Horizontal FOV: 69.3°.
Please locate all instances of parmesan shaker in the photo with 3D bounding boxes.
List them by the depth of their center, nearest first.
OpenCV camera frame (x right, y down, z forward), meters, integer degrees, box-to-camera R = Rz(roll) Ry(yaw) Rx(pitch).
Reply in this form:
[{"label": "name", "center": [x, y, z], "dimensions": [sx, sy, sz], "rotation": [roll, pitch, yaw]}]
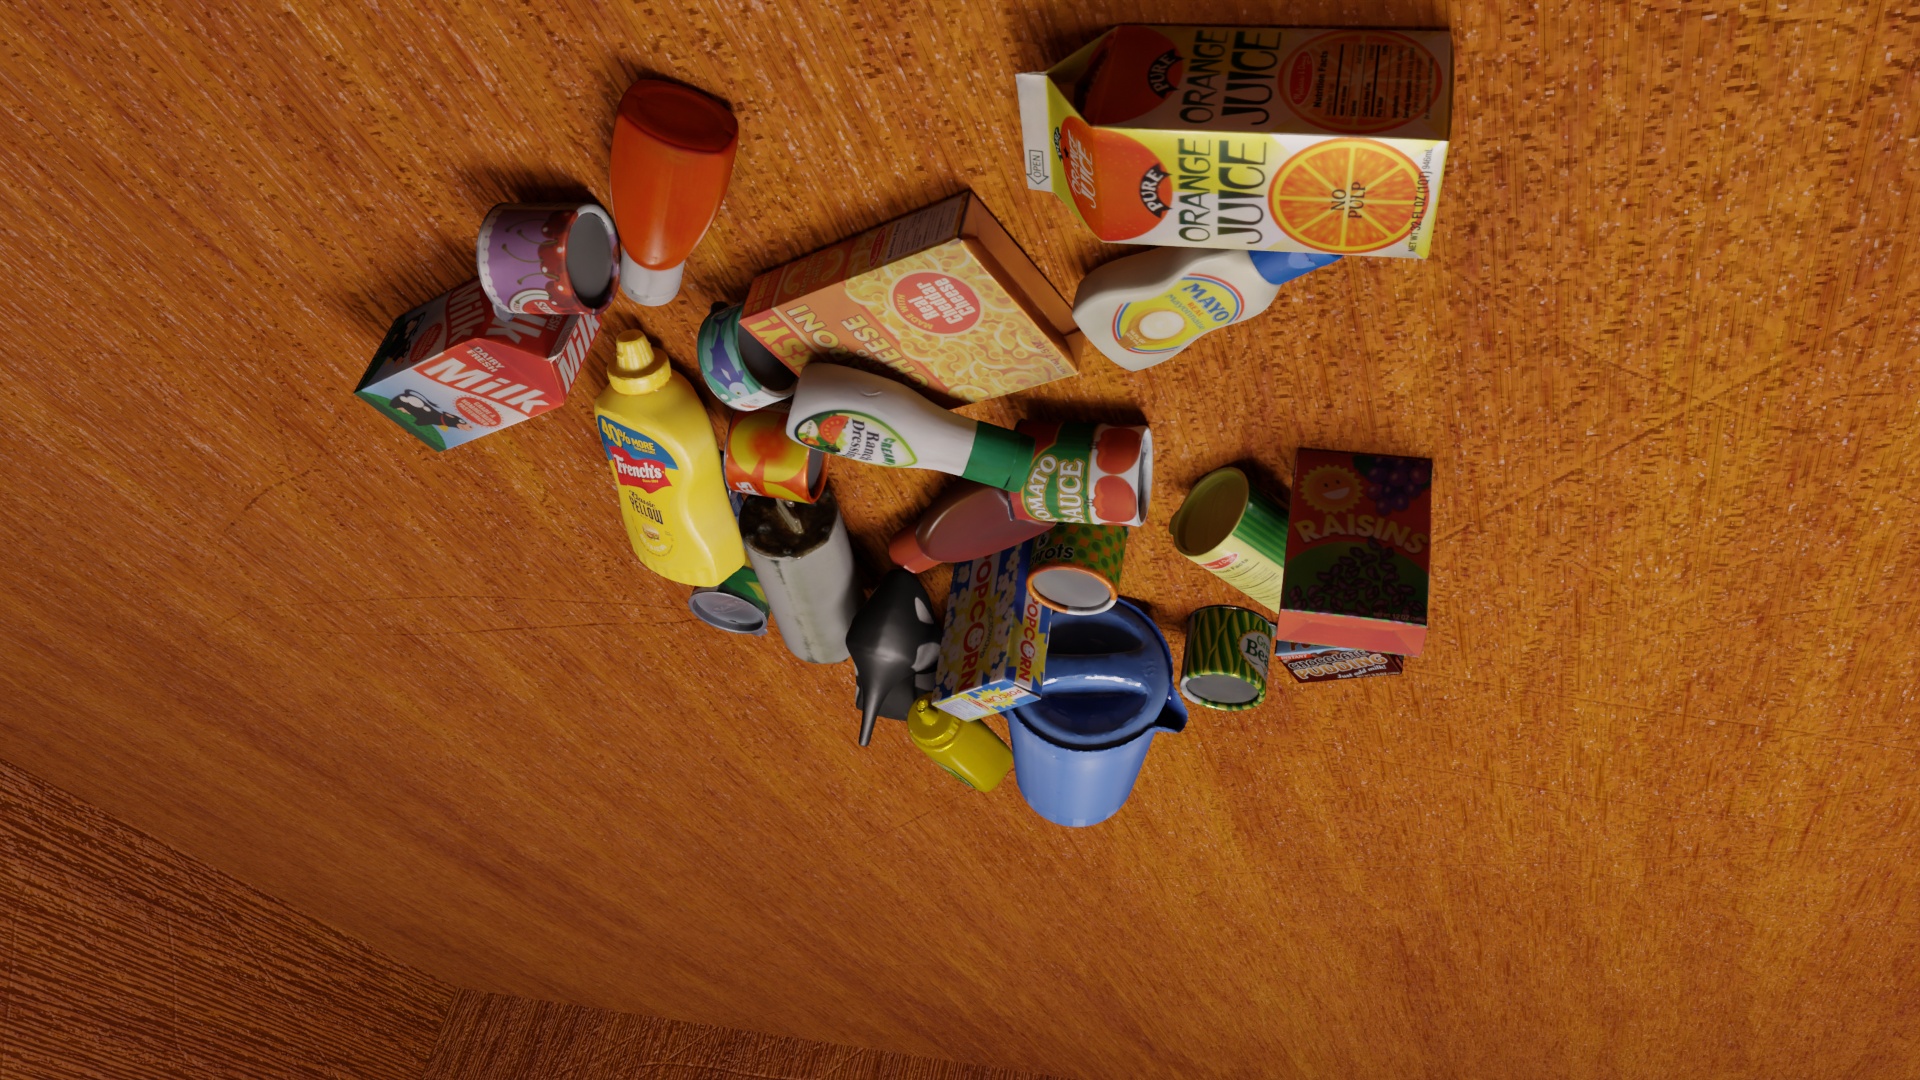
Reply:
[{"label": "parmesan shaker", "center": [0.200, 0.005, 0.925], "dimensions": [0.103, 0.071, 0.071], "rotation": [30, 145, -26]}]

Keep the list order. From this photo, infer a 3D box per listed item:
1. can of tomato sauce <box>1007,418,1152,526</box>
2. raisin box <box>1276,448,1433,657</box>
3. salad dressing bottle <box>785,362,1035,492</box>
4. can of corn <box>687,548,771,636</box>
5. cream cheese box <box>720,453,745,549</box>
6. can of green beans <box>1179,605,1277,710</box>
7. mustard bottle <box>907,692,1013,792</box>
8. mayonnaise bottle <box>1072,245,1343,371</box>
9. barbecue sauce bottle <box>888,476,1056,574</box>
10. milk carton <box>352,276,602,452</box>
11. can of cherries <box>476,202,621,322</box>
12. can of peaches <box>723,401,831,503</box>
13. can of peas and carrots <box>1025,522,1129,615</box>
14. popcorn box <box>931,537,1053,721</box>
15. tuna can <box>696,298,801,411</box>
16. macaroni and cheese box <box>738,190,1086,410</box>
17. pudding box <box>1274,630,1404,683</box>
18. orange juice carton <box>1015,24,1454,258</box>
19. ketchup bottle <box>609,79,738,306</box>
[{"label": "can of tomato sauce", "center": [0.077, -0.042, 0.892], "dimensions": [0.083, 0.071, 0.071], "rotation": [4, 147, 16]}, {"label": "raisin box", "center": [0.243, 0.006, 0.851], "dimensions": [0.086, 0.124, 0.040], "rotation": [5, 146, 14]}, {"label": "salad dressing bottle", "center": [-0.029, -0.066, 0.844], "dimensions": [0.148, 0.044, 0.064], "rotation": [15, 148, -6]}, {"label": "can of corn", "center": [-0.180, 0.037, 1.136], "dimensions": [0.071, 0.058, 0.070], "rotation": [10, 149, 6]}, {"label": "cream cheese box", "center": [-0.197, -0.032, 1.066], "dimensions": [0.053, 0.024, 0.103], "rotation": [9, 149, 11]}, {"label": "can of green beans", "center": [0.205, 0.092, 1.070], "dimensions": [0.071, 0.058, 0.071], "rotation": [10, 149, 6]}, {"label": "mustard bottle", "center": [-0.008, 0.152, 1.086], "dimensions": [0.065, 0.049, 0.159], "rotation": [31, 169, 30]}, {"label": "mayonnaise bottle", "center": [0.132, -0.139, 0.741], "dimensions": [0.064, 0.041, 0.147], "rotation": [37, 143, -30]}, {"label": "barbecue sauce bottle", "center": [0.004, -0.013, 0.998], "dimensions": [0.065, 0.044, 0.148], "rotation": [31, 146, -25]}, {"label": "milk carton", "center": [-0.307, -0.124, 0.913], "dimensions": [0.190, 0.073, 0.073], "rotation": [-13, 139, 37]}, {"label": "can of cherries", "center": [-0.242, -0.164, 0.824], "dimensions": [0.058, 0.072, 0.071], "rotation": [4, 147, 15]}, {"label": "can of peaches", "center": [-0.123, -0.059, 0.947], "dimensions": [0.058, 0.071, 0.071], "rotation": [9, 149, 7]}, {"label": "can of peas and carrots", "center": [0.081, 0.011, 0.989], "dimensions": [0.071, 0.059, 0.070], "rotation": [10, 148, 6]}, {"label": "popcorn box", "center": [0.027, 0.062, 1.027], "dimensions": [0.038, 0.127, 0.085], "rotation": [28, 146, -30]}, {"label": "tuna can", "center": [-0.129, -0.118, 0.860], "dimensions": [0.032, 0.071, 0.071], "rotation": [-13, 139, 36]}, {"label": "macaroni and cheese box", "center": [-0.028, -0.129, 0.825], "dimensions": [0.166, 0.040, 0.123], "rotation": [-12, 141, 35]}, {"label": "pudding box", "center": [0.286, 0.081, 1.047], "dimensions": [0.083, 0.030, 0.049], "rotation": [-10, 141, 34]}, {"label": "orange juice carton", "center": [0.122, -0.185, 0.640], "dimensions": [0.193, 0.073, 0.071], "rotation": [6, 148, 14]}, {"label": "ketchup bottle", "center": [-0.167, -0.188, 0.781], "dimensions": [0.065, 0.044, 0.148], "rotation": [20, 149, -9]}]
